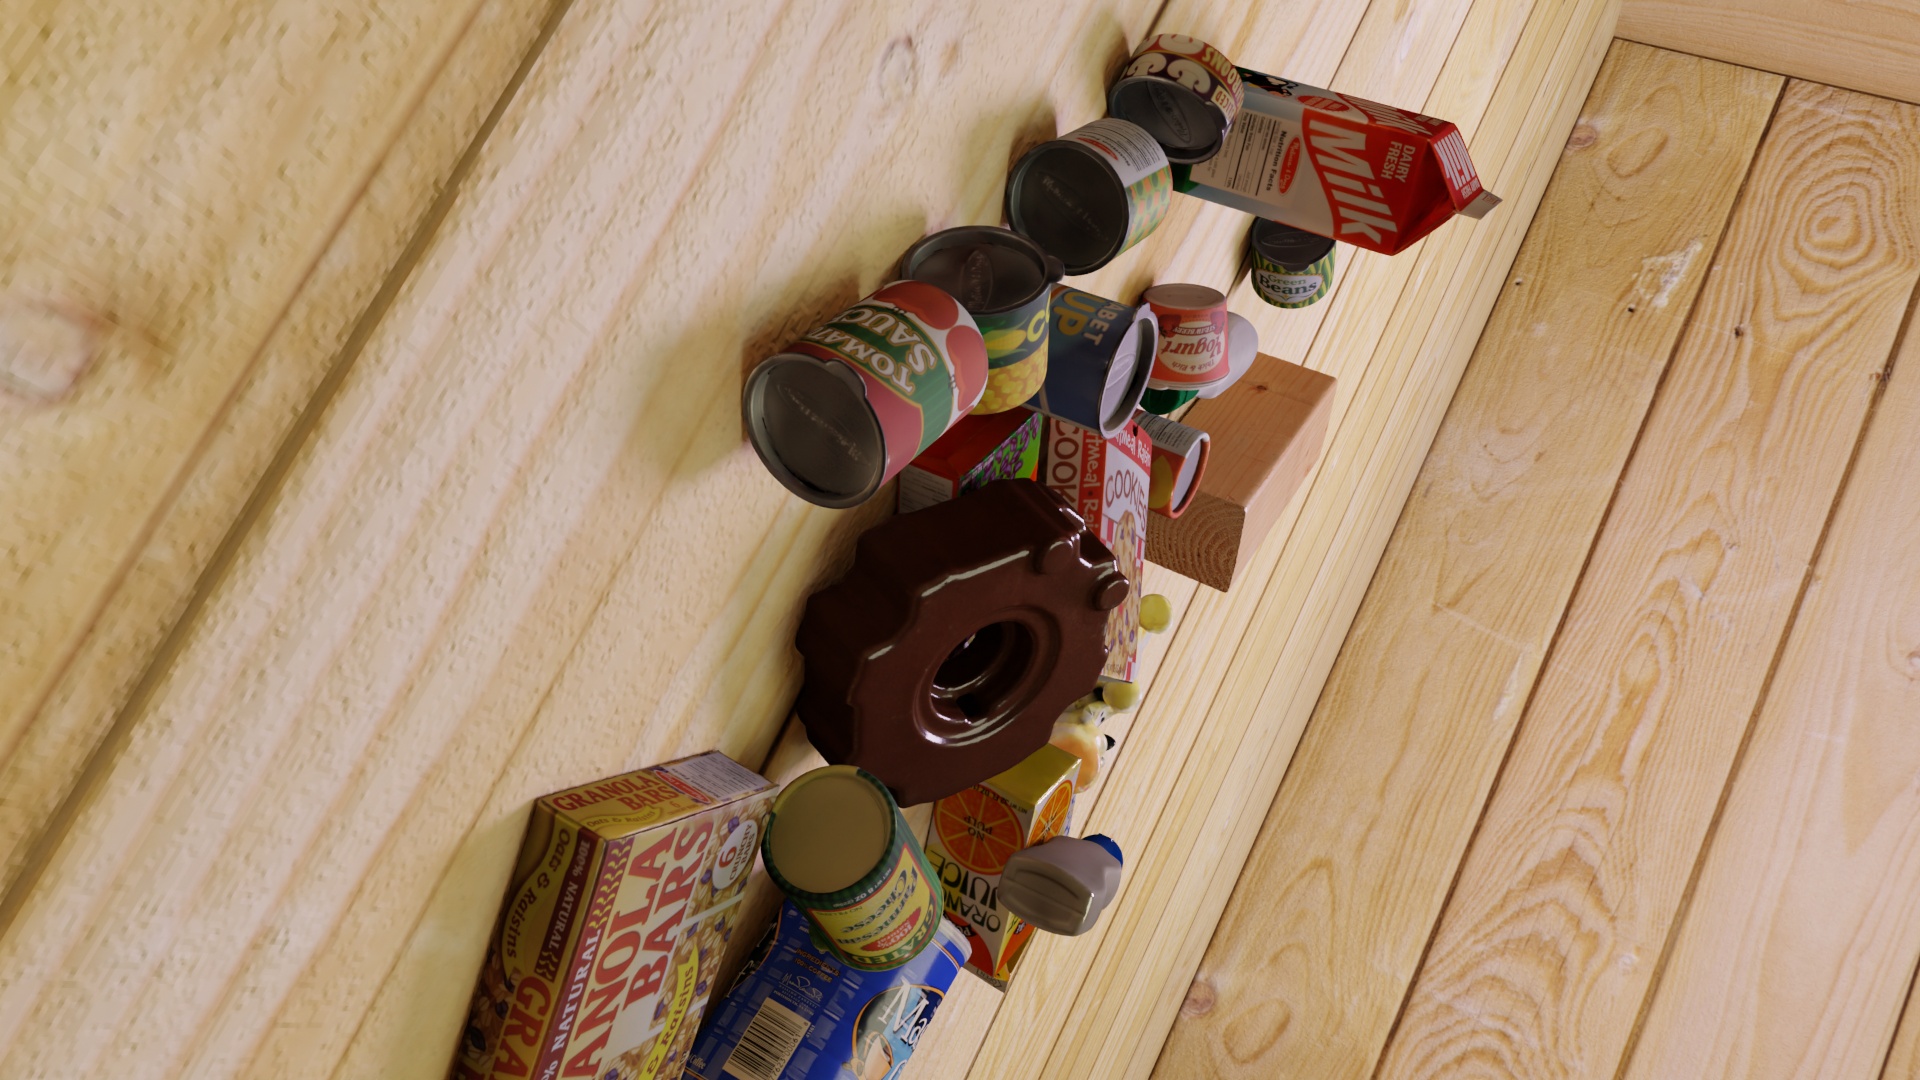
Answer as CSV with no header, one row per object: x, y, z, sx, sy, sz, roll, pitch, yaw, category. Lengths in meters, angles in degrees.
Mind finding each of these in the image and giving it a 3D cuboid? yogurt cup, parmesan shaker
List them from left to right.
-0.053,0.160,0.664,0.071,0.071,0.102,-57,153,-24,parmesan shaker
0.146,-0.137,0.919,0.073,0.072,0.053,-39,137,-50,yogurt cup

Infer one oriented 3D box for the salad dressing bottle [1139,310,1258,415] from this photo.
0.173,-0.128,1.016,0.148,0.044,0.064,-33,141,-53,salad dressing bottle

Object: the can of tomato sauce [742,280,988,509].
-0.036,-0.062,0.561,0.083,0.071,0.070,-44,149,-46,can of tomato sauce

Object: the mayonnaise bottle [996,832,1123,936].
0.074,0.219,0.906,0.041,0.065,0.148,-70,161,3,mayonnaise bottle

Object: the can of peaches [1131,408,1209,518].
0.137,-0.053,0.983,0.071,0.058,0.070,-49,152,-38,can of peaches

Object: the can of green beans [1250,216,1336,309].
0.263,-0.225,1.098,0.071,0.071,0.057,-59,158,-19,can of green beans

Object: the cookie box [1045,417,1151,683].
0.086,0.003,0.877,0.123,0.040,0.167,24,69,-69,cookie box

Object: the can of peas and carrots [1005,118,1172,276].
0.064,-0.169,0.691,0.059,0.071,0.070,-40,146,-49,can of peas and carrots

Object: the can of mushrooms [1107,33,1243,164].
0.118,-0.236,0.743,0.033,0.071,0.070,-62,158,-18,can of mushrooms

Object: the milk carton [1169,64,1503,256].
0.232,-0.230,0.851,0.073,0.191,0.073,-37,144,-52,milk carton

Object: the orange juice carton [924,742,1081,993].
0.019,0.228,0.967,0.073,0.072,0.191,-33,140,-54,orange juice carton

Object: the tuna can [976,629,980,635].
0.042,0.050,0.896,0.071,0.033,0.070,-49,153,-37,tuna can

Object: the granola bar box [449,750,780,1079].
-0.145,0.179,0.579,0.124,0.039,0.165,0,111,-66,granola bar box

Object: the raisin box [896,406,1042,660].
0.003,-0.009,0.740,0.086,0.040,0.122,-45,148,-43,raisin box

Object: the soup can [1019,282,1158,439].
0.049,-0.098,0.698,0.072,0.084,0.071,-50,153,-38,soup can

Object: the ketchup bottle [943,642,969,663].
0.003,0.092,0.834,0.065,0.043,0.148,-60,157,-14,ketchup bottle

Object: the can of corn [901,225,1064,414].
0.010,-0.099,0.626,0.071,0.071,0.058,-50,154,-36,can of corn

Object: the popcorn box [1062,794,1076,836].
0.055,0.232,1.099,0.085,0.038,0.126,-43,148,-44,popcorn box
